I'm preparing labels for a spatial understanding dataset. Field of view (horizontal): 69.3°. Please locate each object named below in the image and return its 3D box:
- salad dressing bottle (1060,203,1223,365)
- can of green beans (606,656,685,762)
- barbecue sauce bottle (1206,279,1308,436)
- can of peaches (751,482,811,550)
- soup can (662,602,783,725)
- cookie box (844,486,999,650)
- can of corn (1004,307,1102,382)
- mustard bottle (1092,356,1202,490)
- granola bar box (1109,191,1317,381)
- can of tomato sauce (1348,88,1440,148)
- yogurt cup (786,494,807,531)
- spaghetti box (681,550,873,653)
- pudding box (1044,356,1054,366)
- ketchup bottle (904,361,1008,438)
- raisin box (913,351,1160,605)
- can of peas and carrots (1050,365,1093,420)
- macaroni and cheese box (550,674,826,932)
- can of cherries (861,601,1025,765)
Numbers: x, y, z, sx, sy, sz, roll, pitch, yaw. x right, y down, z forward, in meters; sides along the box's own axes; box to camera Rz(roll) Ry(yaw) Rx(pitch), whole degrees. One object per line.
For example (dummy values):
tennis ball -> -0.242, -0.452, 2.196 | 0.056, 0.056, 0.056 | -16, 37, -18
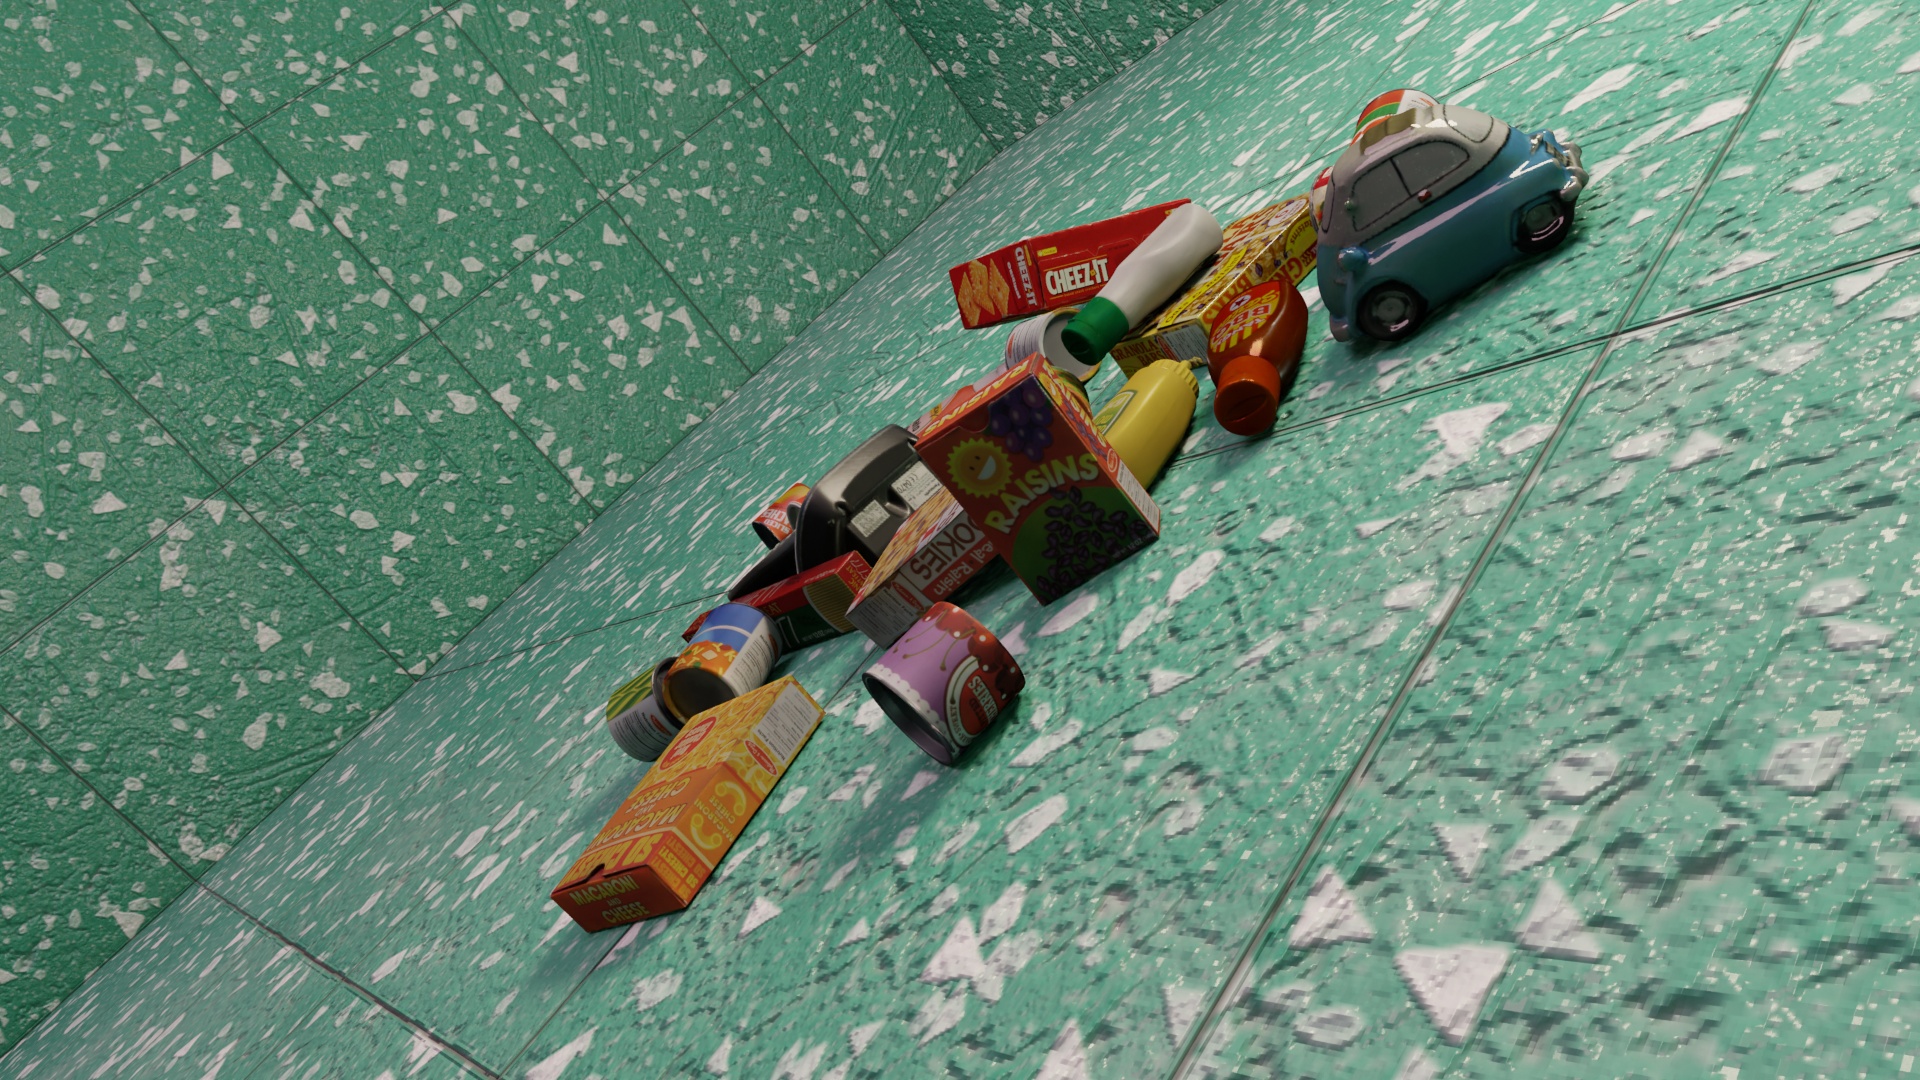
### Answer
salad dressing bottle -> 0.135, -0.190, 1.035 | 0.148, 0.044, 0.064 | -45, 16, -18
can of green beans -> -0.231, 0.132, 1.079 | 0.057, 0.071, 0.071 | -32, 17, 28
barbecue sauce bottle -> 0.181, -0.112, 0.859 | 0.064, 0.043, 0.149 | -30, 19, 28
can of peaches -> -0.152, -0.013, 1.295 | 0.058, 0.071, 0.071 | -43, 16, -17
soup can -> -0.183, 0.097, 1.060 | 0.071, 0.071, 0.084 | -31, 18, 29
cookie box -> 0.003, -0.012, 0.950 | 0.166, 0.040, 0.123 | -41, 12, 34
can of corn -> 0.083, -0.162, 1.189 | 0.071, 0.071, 0.058 | -46, 17, -22
mustard bottle -> 0.114, -0.073, 0.892 | 0.065, 0.048, 0.161 | -25, 21, 53
granola bar box -> 0.201, -0.192, 1.046 | 0.166, 0.039, 0.124 | -45, 16, -20
can of tomato sauce -> 0.306, -0.271, 0.979 | 0.071, 0.071, 0.083 | -28, 20, 37
yogurt cup -> -0.114, -0.019, 1.241 | 0.054, 0.072, 0.072 | -37, 13, -24
spaghetti box -> -0.143, 0.062, 1.103 | 0.249, 0.050, 0.029 | -21, 23, 49
pudding box -> 0.061, -0.104, 1.099 | 0.030, 0.049, 0.084 | -31, 17, 35
ketchup bottle -> -0.006, -0.109, 1.280 | 0.148, 0.043, 0.065 | -33, 16, 19
raisin box -> 0.046, -0.034, 0.802 | 0.086, 0.123, 0.040 | -32, 17, 24
can of peas and carrots -> 0.062, -0.092, 1.023 | 0.071, 0.071, 0.059 | -36, 16, 13
macaroni and cheese box -> -0.175, 0.168, 0.895 | 0.123, 0.040, 0.167 | -26, 20, 43
can of cherries -> -0.007, 0.075, 0.728 | 0.058, 0.071, 0.071 | -44, 16, -18
